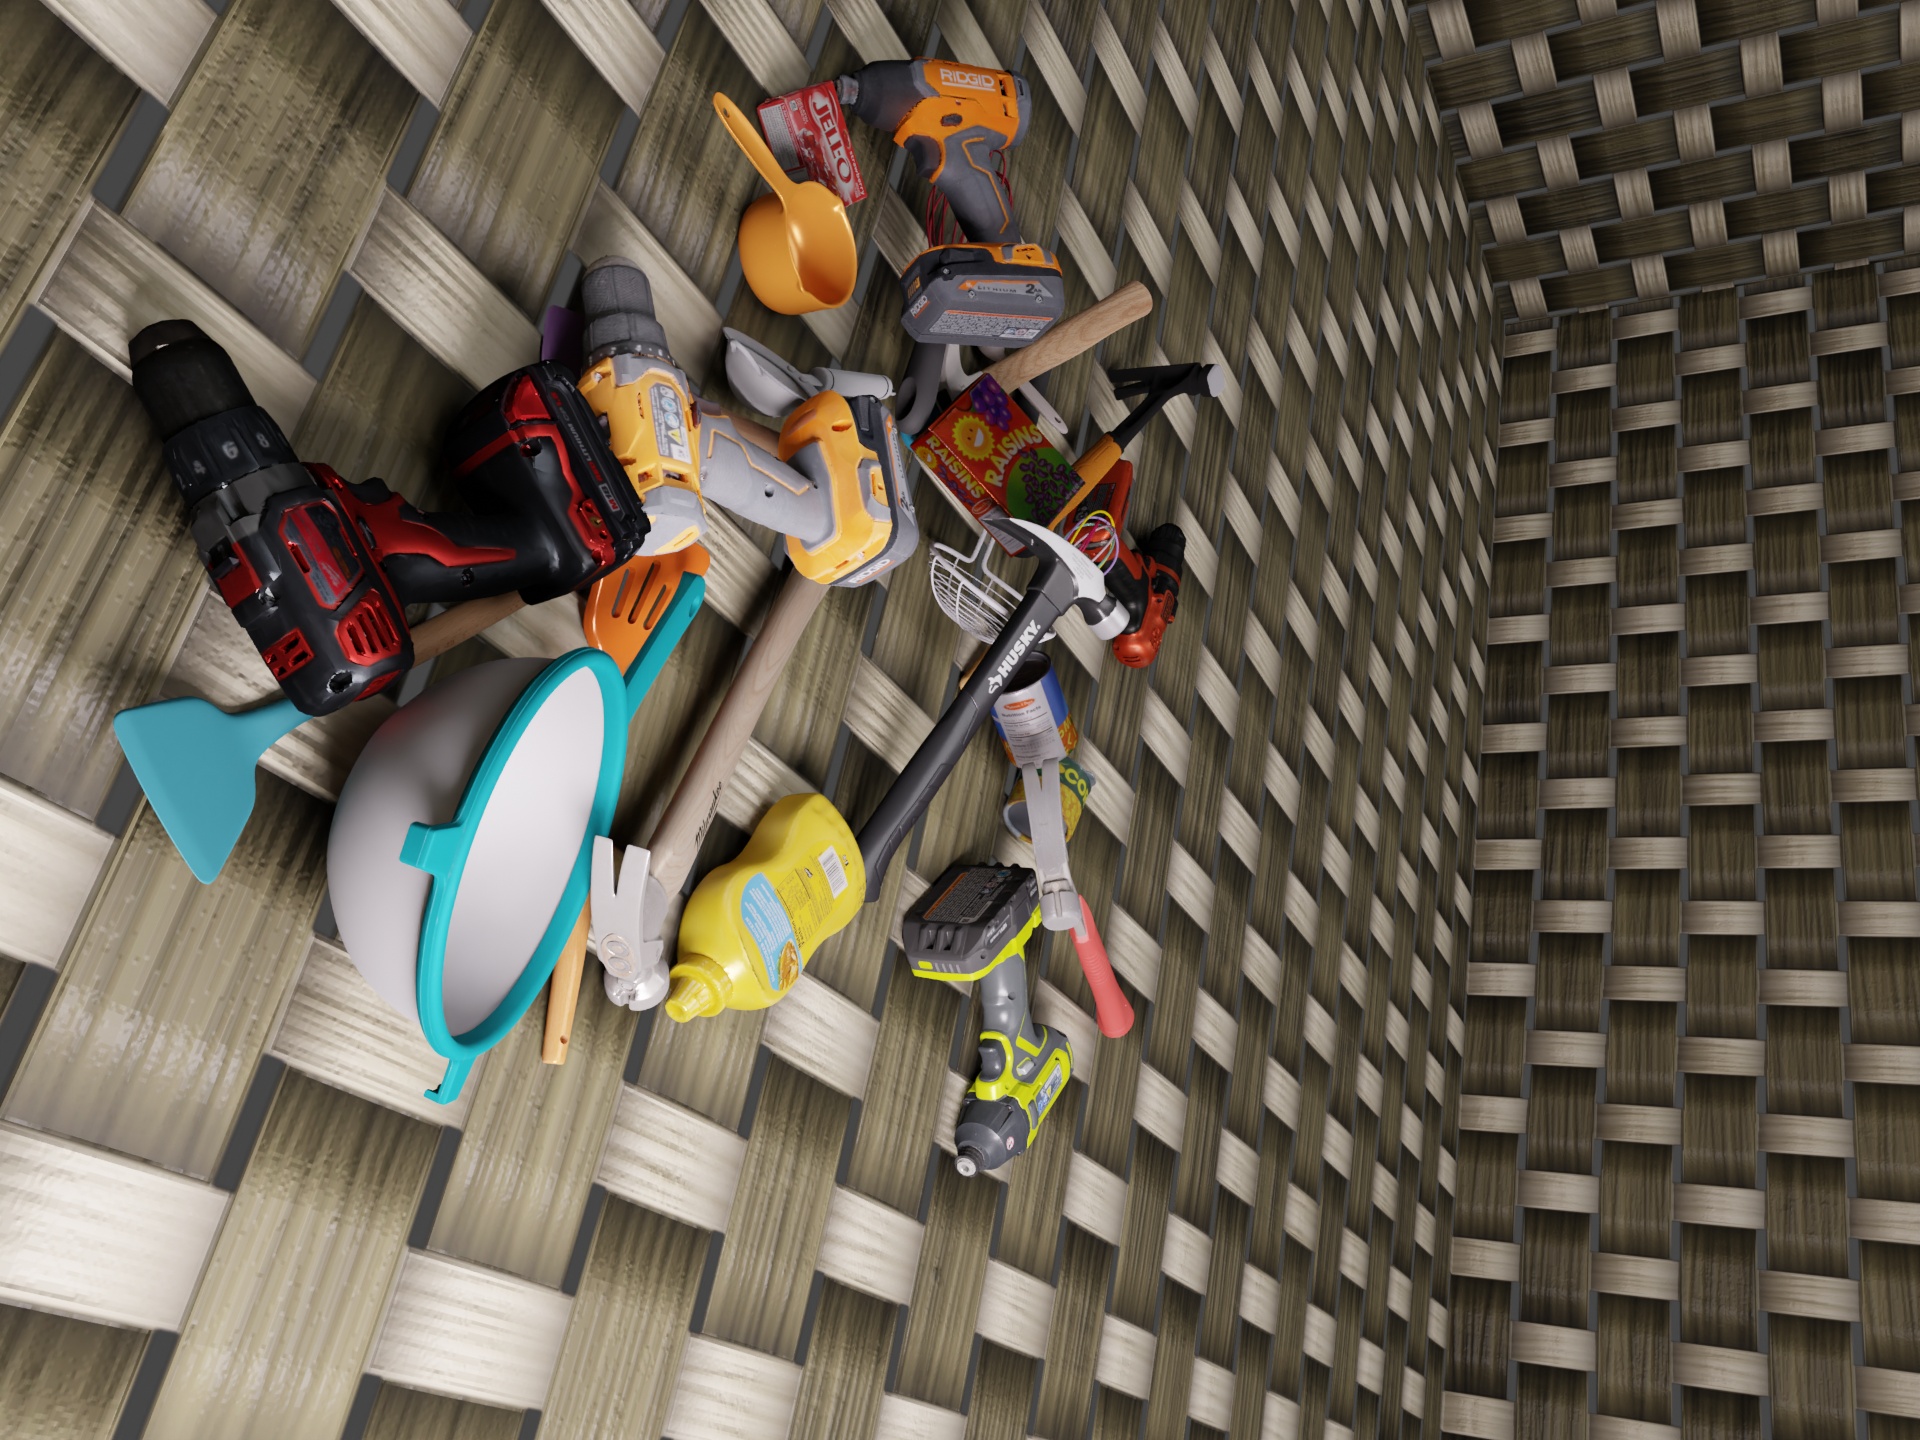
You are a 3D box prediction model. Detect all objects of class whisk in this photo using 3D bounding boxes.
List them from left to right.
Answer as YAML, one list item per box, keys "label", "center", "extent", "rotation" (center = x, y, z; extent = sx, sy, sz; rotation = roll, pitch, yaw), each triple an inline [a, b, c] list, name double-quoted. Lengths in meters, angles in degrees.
- label: "whisk"
  center: [-0.011, -0.358, 1.304]
  extent: [0.073, 0.073, 0.296]
  rotation: [45, 51, -49]
- label: "whisk"
  center: [0.071, -0.107, 1.409]
  extent: [0.245, 0.051, 0.047]
  rotation: [-49, 161, -32]

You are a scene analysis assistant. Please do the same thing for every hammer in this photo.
- label: "hammer"
  center: [-0.139, -0.019, 1.029]
  extent: [0.146, 0.038, 0.411]
  rotation: [99, 9, -48]
- label: "hammer"
  center: [-0.002, -0.004, 1.203]
  extent: [0.146, 0.035, 0.335]
  rotation: [45, 69, -29]
- label: "hammer"
  center: [0.081, -0.334, 1.421]
  extent: [0.331, 0.031, 0.130]
  rotation: [-41, 104, -44]
- label: "hammer"
  center: [0.110, 0.184, 1.412]
  extent: [0.358, 0.036, 0.149]
  rotation: [67, 14, -54]
- label: "hammer"
  center: [0.130, -0.256, 1.533]
  extent: [0.337, 0.127, 0.034]
  rotation: [-49, 130, -39]

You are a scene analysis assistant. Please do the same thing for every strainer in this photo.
- label: "strainer"
  center: [-0.234, 0.013, 0.836]
  extent: [0.341, 0.095, 0.210]
  rotation: [-69, 174, -48]
- label: "strainer"
  center: [-0.106, -0.245, 1.154]
  extent: [0.087, 0.050, 0.258]
  rotation: [43, 22, 12]

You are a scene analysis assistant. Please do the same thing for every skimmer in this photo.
- label: "skimmer"
  center: [0.055, -0.210, 1.381]
  extent: [0.127, 0.090, 0.364]
  rotation: [31, 53, -22]

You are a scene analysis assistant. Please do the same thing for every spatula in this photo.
- label: "spatula"
  center: [-0.290, -0.026, 0.805]
  extent: [0.317, 0.044, 0.082]
  rotation: [-45, 118, -54]
- label: "spatula"
  center: [-0.210, 0.040, 0.941]
  extent: [0.081, 0.041, 0.323]
  rotation: [23, 68, -50]
- label: "spatula"
  center: [-0.151, -0.194, 1.062]
  extent: [0.315, 0.018, 0.060]
  rotation: [16, 72, -50]

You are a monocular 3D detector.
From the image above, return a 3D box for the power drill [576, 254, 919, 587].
- label: "power drill"
  center: [-0.140, -0.182, 0.991]
  extent: [0.226, 0.084, 0.185]
  rotation: [8, 63, -48]

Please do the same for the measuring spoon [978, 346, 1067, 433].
- label: "measuring spoon"
  center: [0.058, -0.306, 1.418]
  extent: [0.124, 0.018, 0.034]
  rotation: [47, 38, -11]

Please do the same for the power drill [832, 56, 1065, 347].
- label: "power drill"
  center: [-0.011, -0.412, 1.242]
  extent: [0.164, 0.084, 0.227]
  rotation: [-3, 76, -28]

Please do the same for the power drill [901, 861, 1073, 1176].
- label: "power drill"
  center: [0.025, 0.244, 1.297]
  extent: [0.171, 0.080, 0.223]
  rotation: [-43, 127, -55]

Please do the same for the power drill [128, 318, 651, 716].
- label: "power drill"
  center: [-0.279, -0.119, 0.787]
  extent: [0.227, 0.080, 0.188]
  rotation: [-35, 99, -55]

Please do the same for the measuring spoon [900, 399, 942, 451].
- label: "measuring spoon"
  center: [-0.024, -0.252, 1.327]
  extent: [0.042, 0.021, 0.129]
  rotation: [59, 28, -16]

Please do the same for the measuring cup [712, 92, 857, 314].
- label: "measuring cup"
  center: [-0.138, -0.356, 1.101]
  extent: [0.173, 0.052, 0.095]
  rotation: [50, 46, -44]
